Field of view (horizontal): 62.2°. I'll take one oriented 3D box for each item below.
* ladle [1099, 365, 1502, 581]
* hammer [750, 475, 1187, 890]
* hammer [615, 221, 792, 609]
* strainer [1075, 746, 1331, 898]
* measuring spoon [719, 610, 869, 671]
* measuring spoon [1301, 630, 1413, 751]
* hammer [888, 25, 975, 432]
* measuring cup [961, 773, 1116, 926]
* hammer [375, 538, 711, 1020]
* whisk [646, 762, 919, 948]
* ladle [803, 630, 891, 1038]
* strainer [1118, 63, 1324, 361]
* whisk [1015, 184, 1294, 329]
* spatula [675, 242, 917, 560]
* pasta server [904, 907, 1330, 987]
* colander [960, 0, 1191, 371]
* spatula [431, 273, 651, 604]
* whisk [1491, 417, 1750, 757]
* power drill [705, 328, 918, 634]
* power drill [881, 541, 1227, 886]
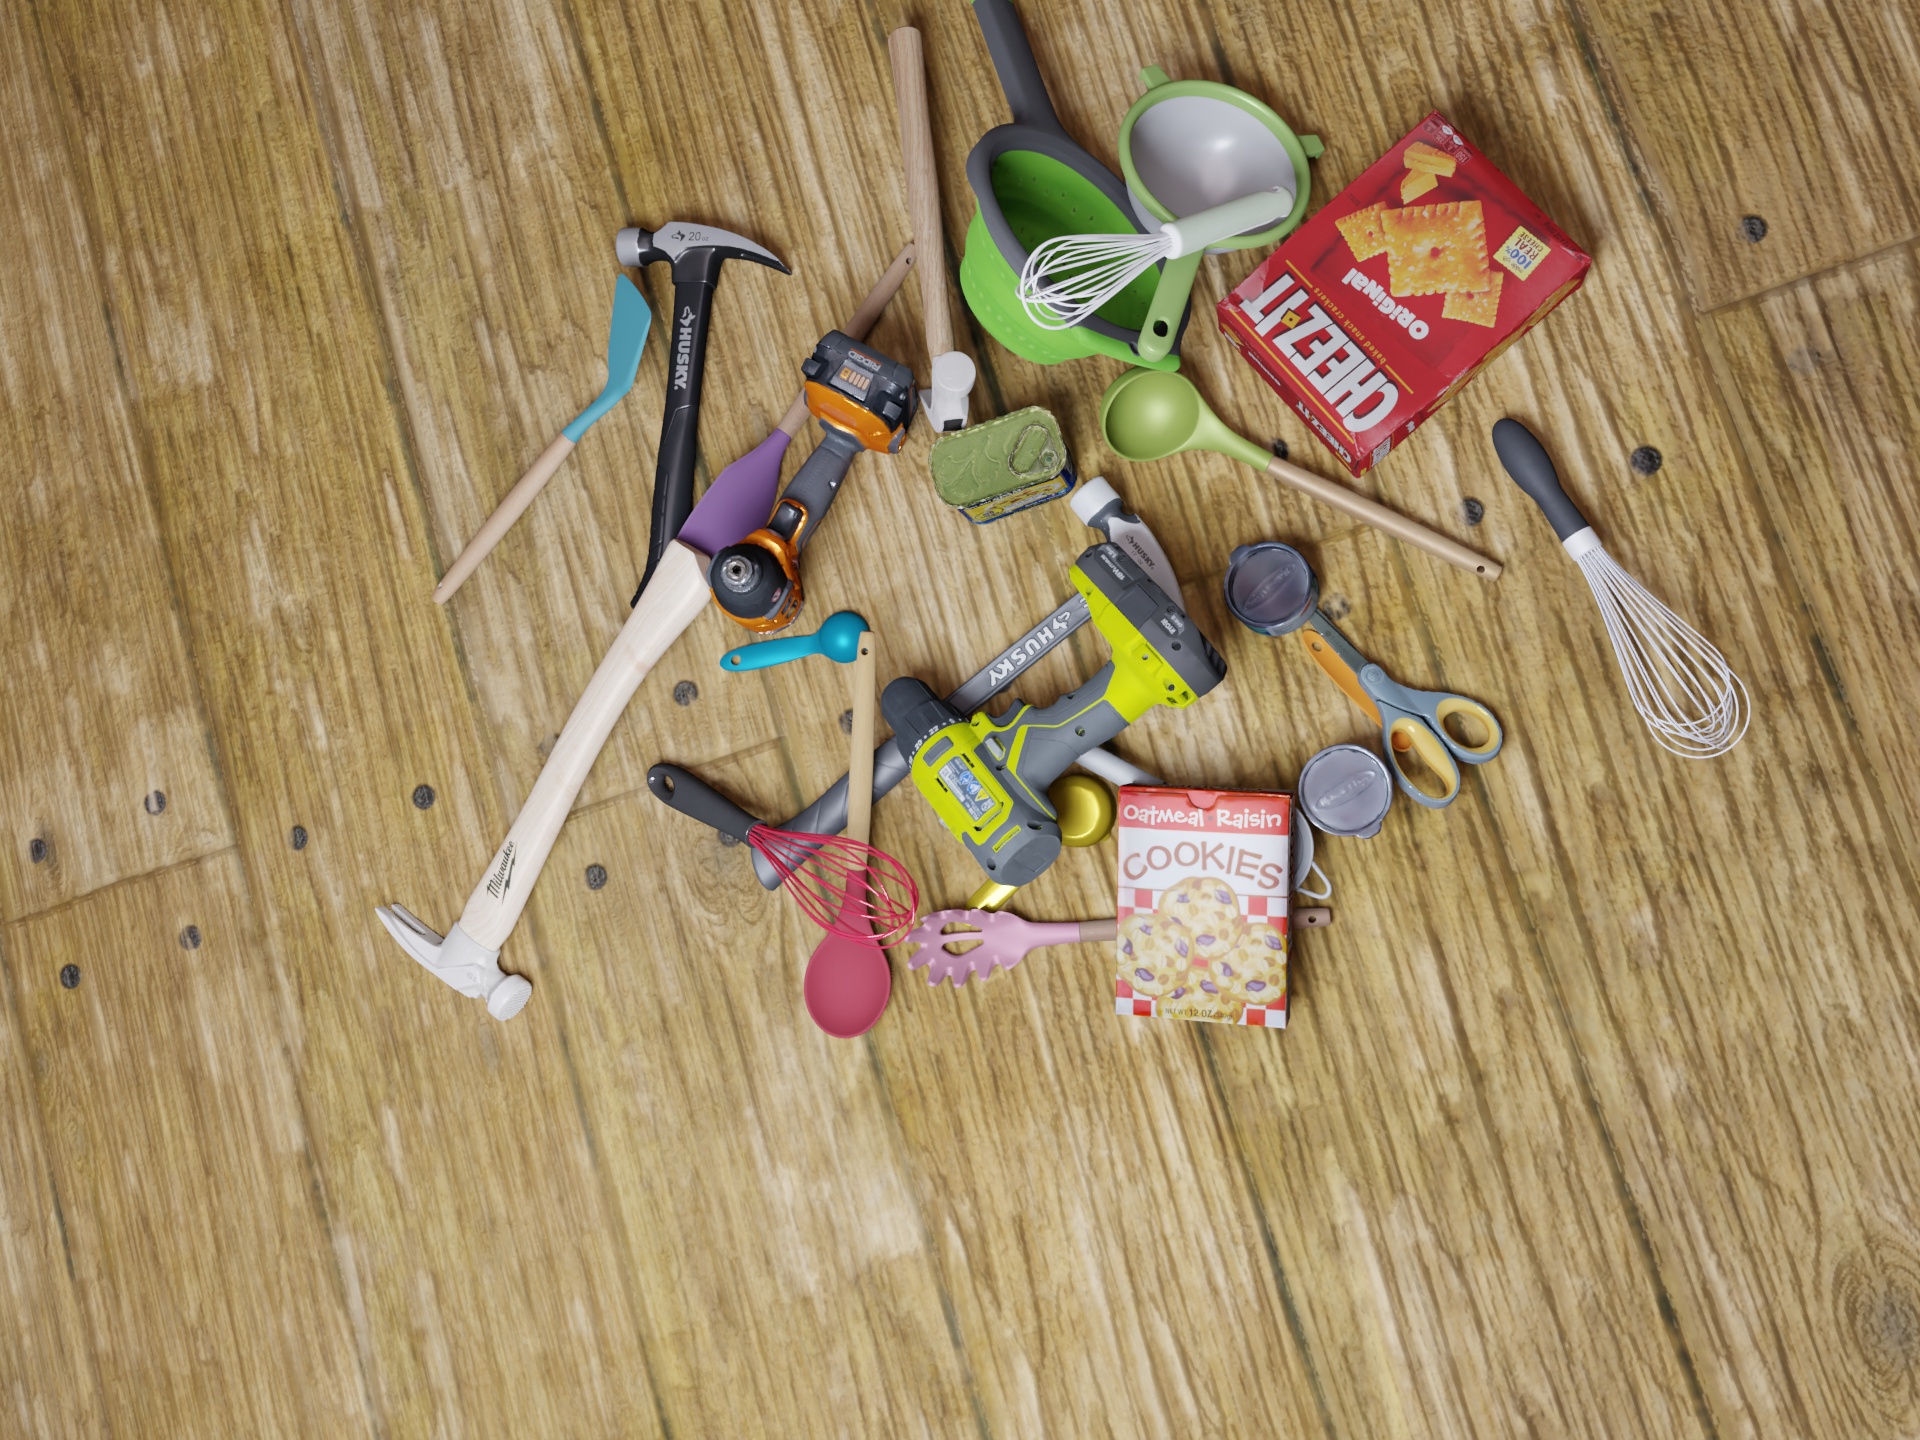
[{"bbox_3d":[0.251,-0.175,1.183,0.320,0.062,0.078,28,124,10],"label":"ladle"},{"bbox_3d":[-0.002,-0.004,1.235,0.409,0.036,0.149,-39,80,7],"label":"hammer"},{"bbox_3d":[-0.225,-0.240,1.302,0.146,0.035,0.335,4,87,13],"label":"hammer"},{"bbox_3d":[0.160,0.058,1.180,0.258,0.050,0.087,28,111,9],"label":"strainer"},{"bbox_3d":[-0.136,-0.059,1.274,0.128,0.021,0.042,-12,83,11],"label":"measuring spoon"},{"bbox_3d":[0.294,-0.022,1.184,0.021,0.011,0.117,-35,75,-19],"label":"measuring spoon"},{"bbox_3d":[-0.025,-0.381,1.231,0.031,0.130,0.331,-5,78,-6],"label":"hammer"},{"bbox_3d":[0.054,0.103,1.216,0.156,0.029,0.062,-45,78,7],"label":"measuring cup"},{"bbox_3d":[-0.324,0.033,1.282,0.146,0.038,0.410,33,98,14],"label":"hammer"},{"bbox_3d":[-0.142,0.093,1.210,0.296,0.073,0.073,25,91,35],"label":"whisk"},{"bbox_3d":[-0.080,0.088,1.219,0.069,0.031,0.315,5,99,9],"label":"ladle"},{"bbox_3d":[0.167,-0.357,1.180,0.151,0.069,0.256,22,67,-5],"label":"strainer"},{"bbox_3d":[0.139,-0.328,1.101,0.246,0.058,0.059,-26,118,-25],"label":"whisk"},{"bbox_3d":[-0.126,-0.251,1.282,0.316,0.059,0.018,-56,35,0],"label":"spatula"},{"bbox_3d":[0.117,0.159,1.193,0.316,0.040,0.060,-5,98,10],"label":"pasta server"},{"bbox_3d":[0.047,-0.409,1.225,0.094,0.204,0.397,-39,58,41],"label":"colander"},{"bbox_3d":[-0.347,-0.220,1.309,0.317,0.044,0.082,-48,47,12],"label":"spatula"},{"bbox_3d":[0.460,-0.099,1.133,0.070,0.070,0.285,-31,75,8],"label":"whisk"},{"bbox_3d":[-0.118,-0.174,1.206,0.084,0.164,0.226,29,89,2],"label":"power drill"},{"bbox_3d":[0.059,-0.017,1.153,0.228,0.080,0.191,-42,56,6],"label":"power drill"}]
